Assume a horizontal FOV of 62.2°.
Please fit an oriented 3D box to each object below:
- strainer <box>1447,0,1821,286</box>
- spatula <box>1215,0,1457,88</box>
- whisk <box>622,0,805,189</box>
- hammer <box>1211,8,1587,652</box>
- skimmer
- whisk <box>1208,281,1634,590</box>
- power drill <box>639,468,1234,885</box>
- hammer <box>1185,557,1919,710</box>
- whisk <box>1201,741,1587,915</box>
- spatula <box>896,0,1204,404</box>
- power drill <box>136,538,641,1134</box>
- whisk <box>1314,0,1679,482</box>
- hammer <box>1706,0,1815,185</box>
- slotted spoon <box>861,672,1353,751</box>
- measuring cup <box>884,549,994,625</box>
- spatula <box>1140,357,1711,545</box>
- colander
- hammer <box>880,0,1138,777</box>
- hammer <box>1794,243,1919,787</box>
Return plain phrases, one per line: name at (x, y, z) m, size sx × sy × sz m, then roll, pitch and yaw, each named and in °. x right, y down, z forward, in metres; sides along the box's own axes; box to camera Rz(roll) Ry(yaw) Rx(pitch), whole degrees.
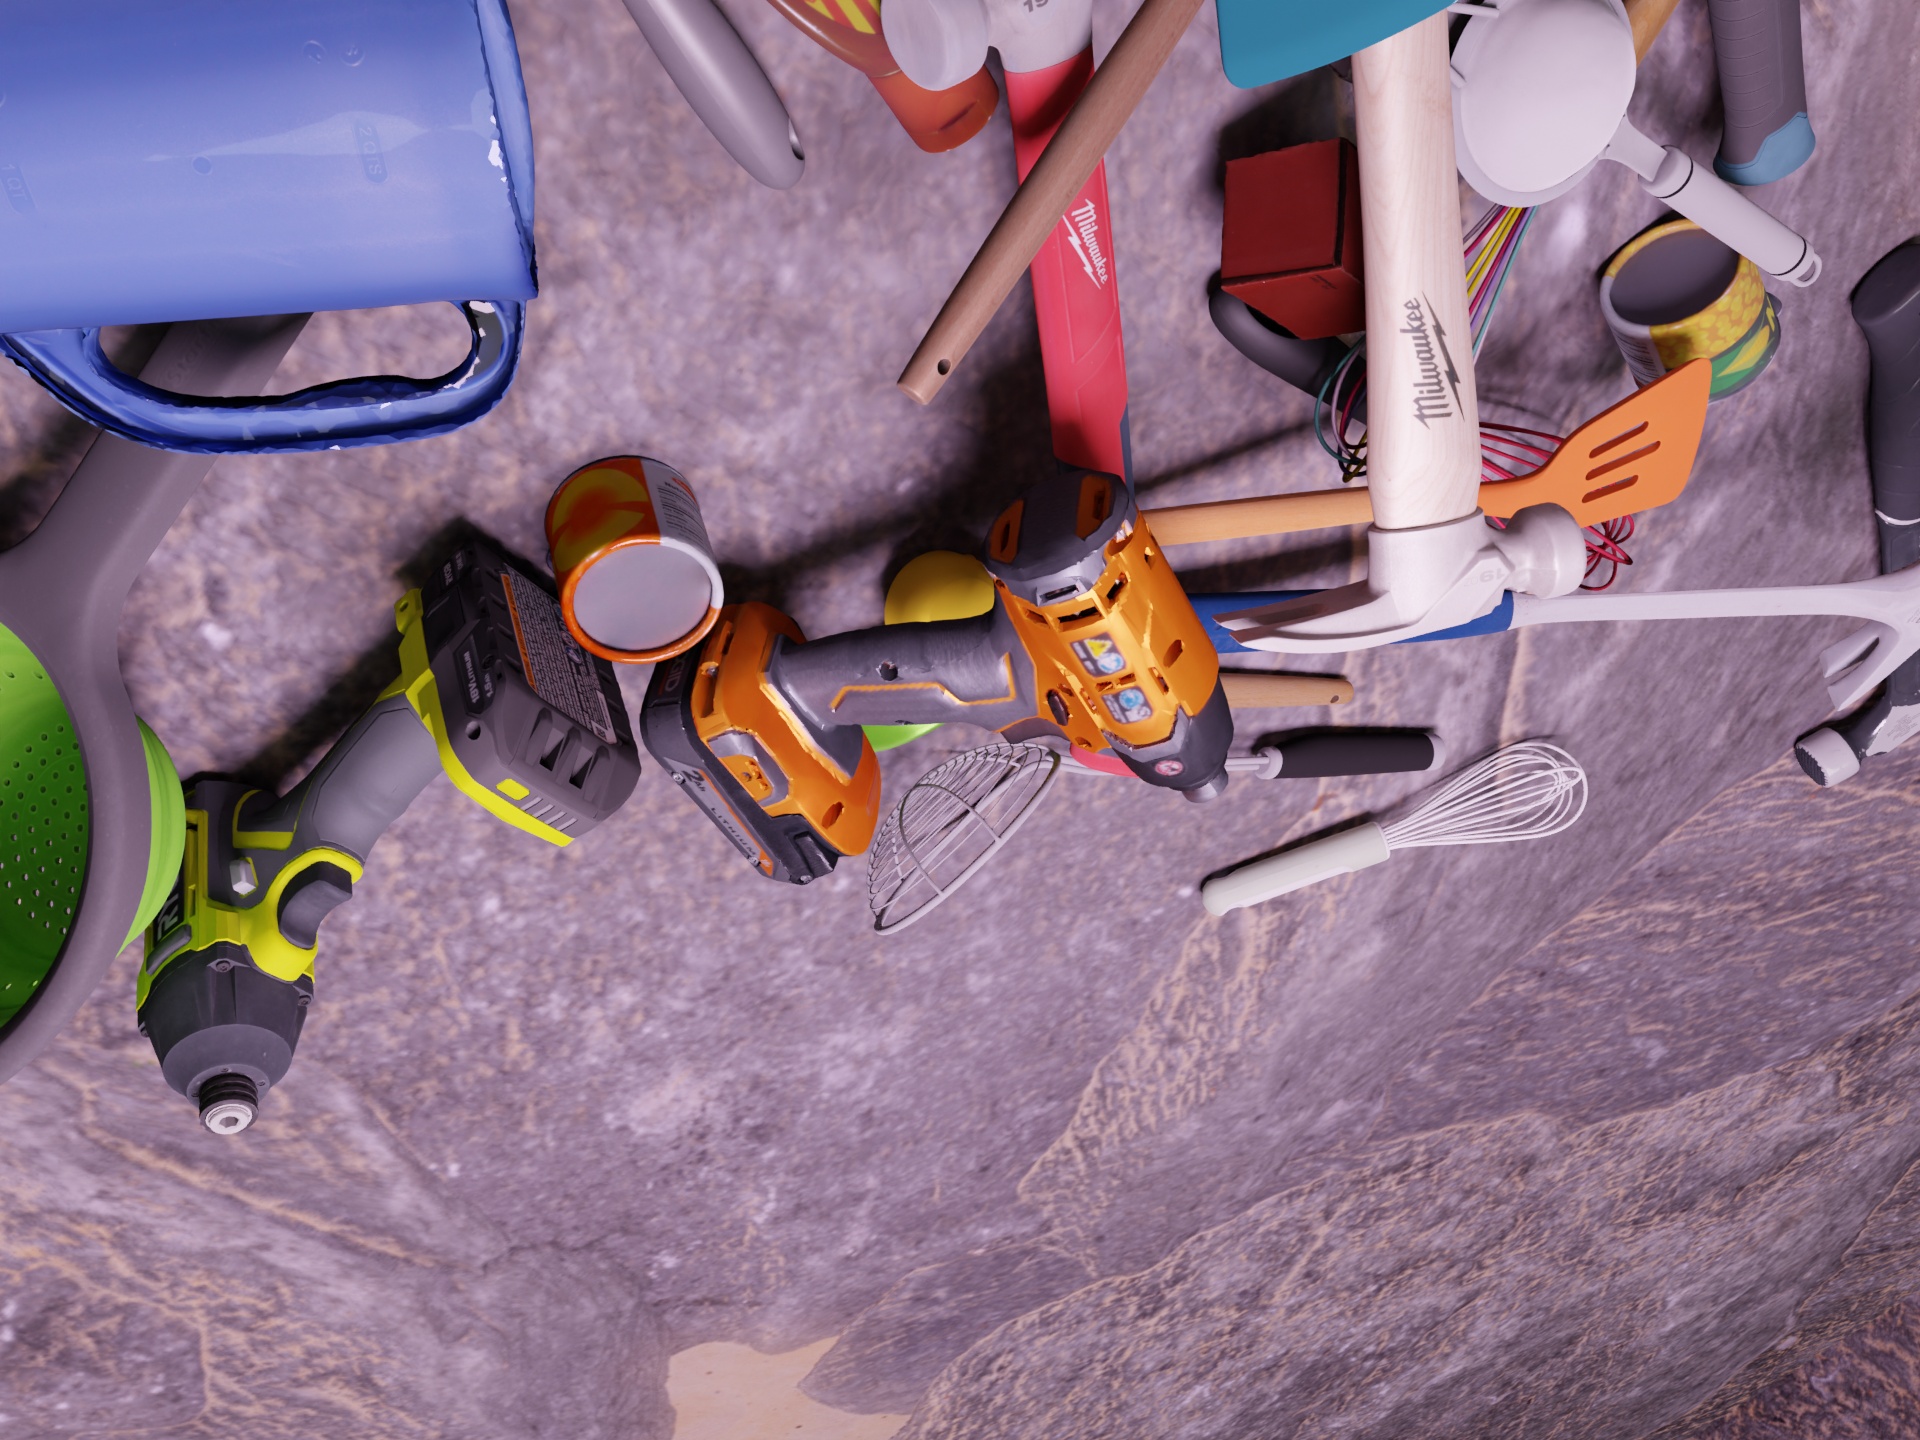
strainer at (0.278, -0.223, 0.632) m, size 0.258 × 0.050 × 0.087 m, roll 13°, pitch 108°, yaw -34°
spatula at (0.056, -0.341, 0.443) m, size 0.082 × 0.044 × 0.317 m, roll -12°, pitch 128°, yaw 32°
whisk at (-0.115, -0.256, 0.498) m, size 0.055 × 0.055 × 0.238 m, roll -33°, pitch 139°, yaw 9°
hammer at (0.144, -0.220, 0.549) m, size 0.146 × 0.038 × 0.410 m, roll -13°, pitch 115°, yaw -9°
skimmer at (0.121, 0.054, 0.862) m, size 0.363 × 0.090 × 0.127 m, roll -2°, pitch 166°, yaw -25°
whisk at (0.224, -0.133, 0.753) m, size 0.295 × 0.073 × 0.073 m, roll 23°, pitch 120°, yaw -31°
power drill at (-0.001, -0.002, 0.674) m, size 0.226 × 0.084 × 0.164 m, roll -16°, pitch 130°, yaw 25°
hammer at (0.279, -0.050, 0.782) m, size 0.405 × 0.035 × 0.144 m, roll -2°, pitch 148°, yaw 3°
whisk at (0.265, 0.072, 0.973) m, size 0.246 × 0.059 × 0.057 m, roll -19°, pitch 164°, yaw 1°
spatula at (0.070, -0.241, 0.532) m, size 0.059 × 0.018 × 0.316 m, roll 34°, pitch 90°, yaw -41°
power drill at (-0.242, 0.047, 0.646) m, size 0.223 × 0.171 × 0.080 m, roll -39°, pitch 134°, yaw 11°
whisk at (0.225, -0.207, 0.664) m, size 0.245 × 0.051 × 0.047 m, roll -59°, pitch 151°, yaw 10°
hammer at (0.276, -0.304, 0.567) m, size 0.128 × 0.033 × 0.330 m, roll -39°, pitch 145°, yaw 10°
slotted spoon at (0.075, -0.015, 0.823) m, size 0.313 × 0.031 × 0.070 m, roll 0°, pitch 132°, yaw -25°
measuring cup at (0.031, -0.024, 0.759) m, size 0.156 × 0.029 × 0.062 m, roll 36°, pitch 83°, yaw -29°
spatula at (0.176, -0.103, 0.726) m, size 0.322 × 0.041 × 0.080 m, roll -5°, pitch 137°, yaw 8°
colander at (-0.321, -0.023, 0.596) m, size 0.397 × 0.204 × 0.094 m, roll -53°, pitch 166°, yaw 7°
hammer at (0.065, -0.129, 0.653) m, size 0.143 × 0.038 × 0.385 m, roll -34°, pitch 137°, yaw -23°
hammer at (0.555, -0.111, 0.929) m, size 0.149 × 0.036 × 0.408 m, roll -31°, pitch 136°, yaw 6°
